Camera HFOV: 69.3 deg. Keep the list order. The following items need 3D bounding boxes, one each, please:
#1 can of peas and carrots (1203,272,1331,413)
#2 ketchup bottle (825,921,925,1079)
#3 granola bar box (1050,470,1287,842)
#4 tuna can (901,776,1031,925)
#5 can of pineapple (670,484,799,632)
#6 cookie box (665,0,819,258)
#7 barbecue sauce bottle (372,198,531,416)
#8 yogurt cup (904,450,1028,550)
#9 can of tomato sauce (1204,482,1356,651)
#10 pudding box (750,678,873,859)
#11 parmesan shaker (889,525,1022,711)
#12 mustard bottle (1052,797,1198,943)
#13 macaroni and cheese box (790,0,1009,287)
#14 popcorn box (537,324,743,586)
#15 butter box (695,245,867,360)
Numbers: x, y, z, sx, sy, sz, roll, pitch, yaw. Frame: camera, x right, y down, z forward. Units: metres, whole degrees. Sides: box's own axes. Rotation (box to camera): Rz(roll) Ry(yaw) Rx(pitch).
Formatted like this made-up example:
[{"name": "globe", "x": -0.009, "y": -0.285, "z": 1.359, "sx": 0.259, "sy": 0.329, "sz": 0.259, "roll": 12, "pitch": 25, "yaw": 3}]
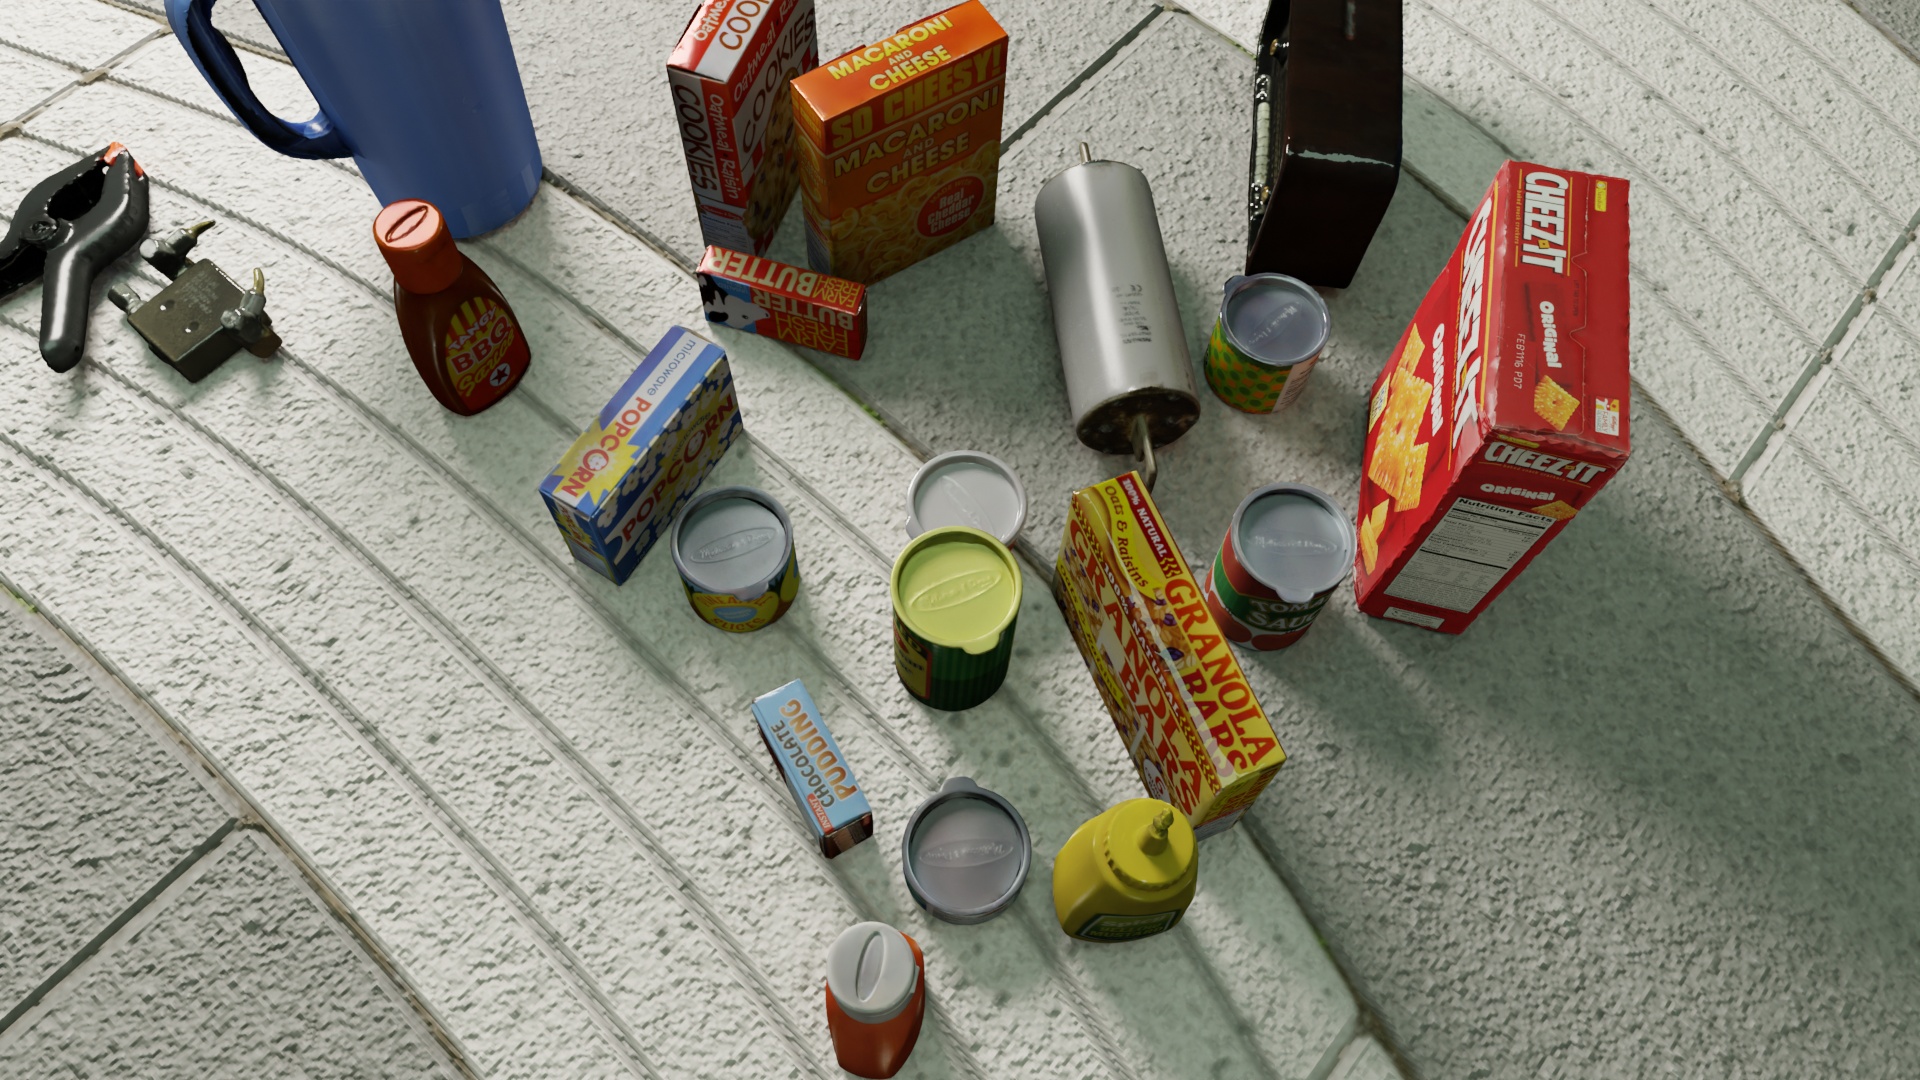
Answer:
[{"name": "can of peas and carrots", "x": 0.184, "y": -0.121, "z": 0.849, "sx": 0.071, "sy": 0.058, "sz": 0.071, "roll": 1, "pitch": 64, "yaw": -2}, {"name": "ketchup bottle", "x": -0.038, "y": 0.204, "z": 0.628, "sx": 0.043, "sy": 0.148, "sz": 0.065, "roll": 11, "pitch": 64, "yaw": 3}, {"name": "granola bar box", "x": 0.102, "y": 0.064, "z": 0.717, "sx": 0.039, "sy": 0.123, "sz": 0.166, "roll": -19, "pitch": 66, "yaw": -11}, {"name": "tuna can", "x": 0.002, "y": 0.160, "z": 0.716, "sx": 0.071, "sy": 0.032, "sz": 0.071, "roll": 1, "pitch": 64, "yaw": -2}, {"name": "can of pineapple", "x": -0.124, "y": 0.013, "z": 0.771, "sx": 0.071, "sy": 0.057, "sz": 0.071, "roll": 1, "pitch": 64, "yaw": -2}, {"name": "cookie box", "x": -0.127, "y": -0.268, "z": 0.849, "sx": 0.040, "sy": 0.166, "sz": 0.123, "roll": 18, "pitch": 65, "yaw": 6}, {"name": "barbecue sauce bottle", "x": -0.290, "y": -0.132, "z": 0.786, "sx": 0.044, "sy": 0.148, "sz": 0.065, "roll": 34, "pitch": 68, "yaw": 14}, {"name": "yogurt cup", "x": 0.003, "y": -0.010, "z": 0.789, "sx": 0.072, "sy": 0.053, "sz": 0.072, "roll": 1, "pitch": 64, "yaw": -2}, {"name": "can of tomato sauce", "x": 0.174, "y": 0.018, "z": 0.766, "sx": 0.071, "sy": 0.082, "sz": 0.071, "roll": 1, "pitch": 64, "yaw": -2}, {"name": "pudding box", "x": -0.077, "y": 0.119, "z": 0.724, "sx": 0.030, "sy": 0.049, "sz": 0.084, "roll": -27, "pitch": 68, "yaw": -14}, {"name": "parmesan shaker", "x": -0.003, "y": 0.047, "z": 0.734, "sx": 0.071, "sy": 0.102, "sz": 0.071, "roll": 1, "pitch": 64, "yaw": -2}, {"name": "mustard bottle", "x": 0.080, "y": 0.153, "z": 0.652, "sx": 0.065, "sy": 0.159, "sz": 0.049, "roll": -3, "pitch": 64, "yaw": -4}, {"name": "macaroni and cheese box", "x": -0.036, "y": -0.230, "z": 0.835, "sx": 0.124, "sy": 0.165, "sz": 0.040, "roll": -30, "pitch": 69, "yaw": -15}, {"name": "popcorn box", "x": -0.176, "y": -0.048, "z": 0.784, "sx": 0.038, "sy": 0.085, "sz": 0.127, "roll": 28, "pitch": 66, "yaw": 11}, {"name": "butter box", "x": -0.108, "y": -0.145, "z": 0.853, "sx": 0.103, "sy": 0.053, "sz": 0.024, "roll": 15, "pitch": 64, "yaw": 5}]
